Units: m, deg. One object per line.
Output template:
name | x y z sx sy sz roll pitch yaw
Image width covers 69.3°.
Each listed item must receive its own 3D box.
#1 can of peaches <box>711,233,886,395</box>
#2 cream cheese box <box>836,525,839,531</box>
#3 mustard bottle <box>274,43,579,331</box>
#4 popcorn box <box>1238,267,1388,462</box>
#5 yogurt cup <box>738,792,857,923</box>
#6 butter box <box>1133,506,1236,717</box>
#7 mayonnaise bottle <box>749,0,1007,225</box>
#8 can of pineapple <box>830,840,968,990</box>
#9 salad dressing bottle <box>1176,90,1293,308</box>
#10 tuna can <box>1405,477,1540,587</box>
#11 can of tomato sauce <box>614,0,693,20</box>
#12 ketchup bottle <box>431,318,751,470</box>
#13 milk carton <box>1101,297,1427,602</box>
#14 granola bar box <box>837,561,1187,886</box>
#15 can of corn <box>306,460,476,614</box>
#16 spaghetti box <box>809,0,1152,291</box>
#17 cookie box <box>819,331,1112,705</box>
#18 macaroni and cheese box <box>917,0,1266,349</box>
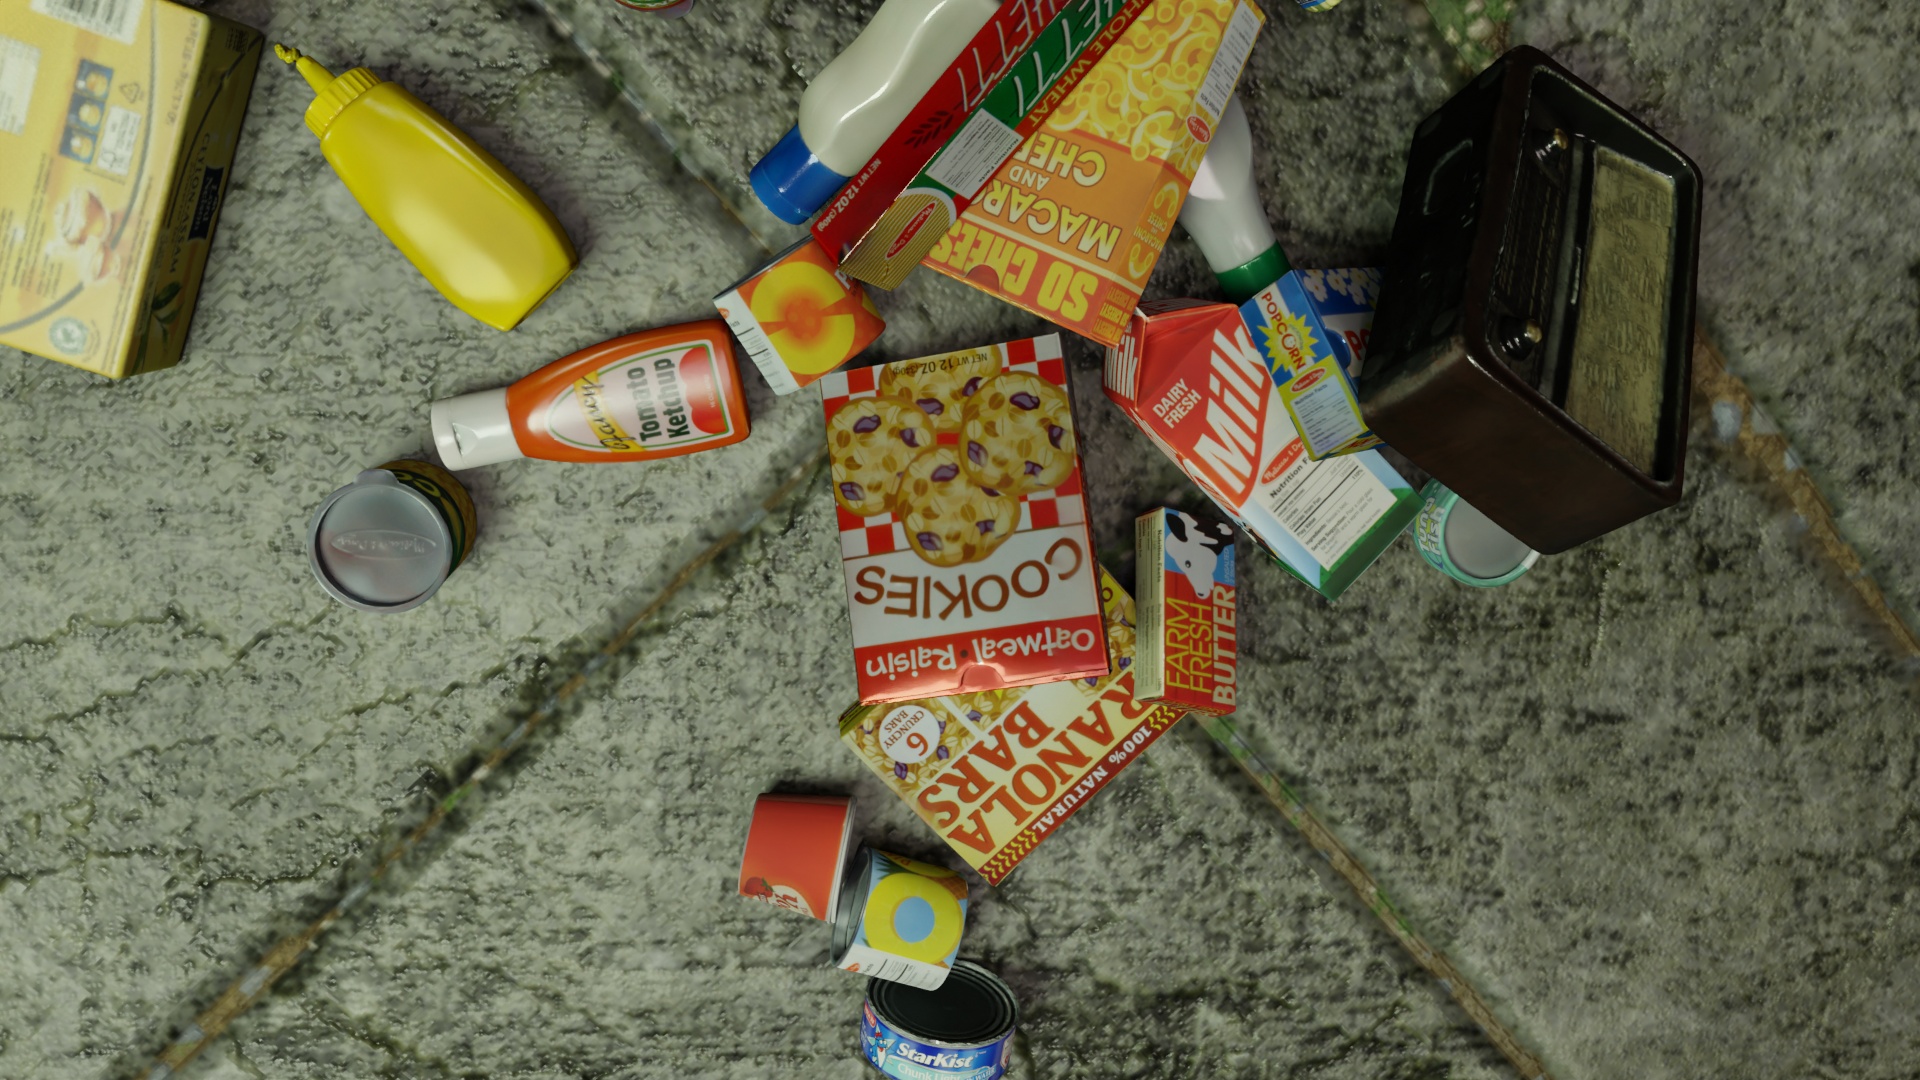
can of peaches | -0.076 -0.113 0.682 0.071 0.071 0.058 -32 105 1
cream cheese box | -0.008 -0.004 0.721 0.104 0.024 0.053 -26 80 7
mustard bottle | -0.255 -0.173 0.654 0.065 0.049 0.160 -43 104 3
popcorn box | 0.201 -0.090 0.687 0.127 0.038 0.085 -12 75 -45
yogurt cup | -0.087 0.167 0.747 0.054 0.072 0.072 10 102 -1
butter box | 0.119 0.038 0.732 0.053 0.024 0.104 13 69 -30
mayonnaise bottle | -0.039 -0.209 0.652 0.147 0.065 0.041 -37 70 26
can of pineapple | -0.033 0.205 0.761 0.058 0.071 0.071 18 100 -12
salad dressing bottle | 0.128 -0.177 0.706 0.064 0.044 0.147 -33 106 -6
tuna can | 0.285 -0.009 0.770 0.071 0.033 0.071 -2 103 -7
can of tomato sauce | -0.145 -0.277 0.627 0.071 0.083 0.071 -2 103 -7
ketchup bottle | -0.183 -0.067 0.691 0.149 0.044 0.064 -12 109 -4
milk carton | 0.142 -0.062 0.719 0.190 0.072 0.073 42 94 -15
granola bar box | 0.035 0.089 0.756 0.165 0.039 0.124 -43 104 3
can of corn | -0.278 -0.006 0.684 0.071 0.058 0.071 -2 103 -7
spaghetti box | 0.031 -0.215 0.620 0.249 0.050 0.029 -45 66 18
cookie box | 0.002 -0.009 0.685 0.123 0.040 0.167 -9 82 10
macaroni and cheese box | 0.051 -0.192 0.660 0.124 0.040 0.166 28 100 28
